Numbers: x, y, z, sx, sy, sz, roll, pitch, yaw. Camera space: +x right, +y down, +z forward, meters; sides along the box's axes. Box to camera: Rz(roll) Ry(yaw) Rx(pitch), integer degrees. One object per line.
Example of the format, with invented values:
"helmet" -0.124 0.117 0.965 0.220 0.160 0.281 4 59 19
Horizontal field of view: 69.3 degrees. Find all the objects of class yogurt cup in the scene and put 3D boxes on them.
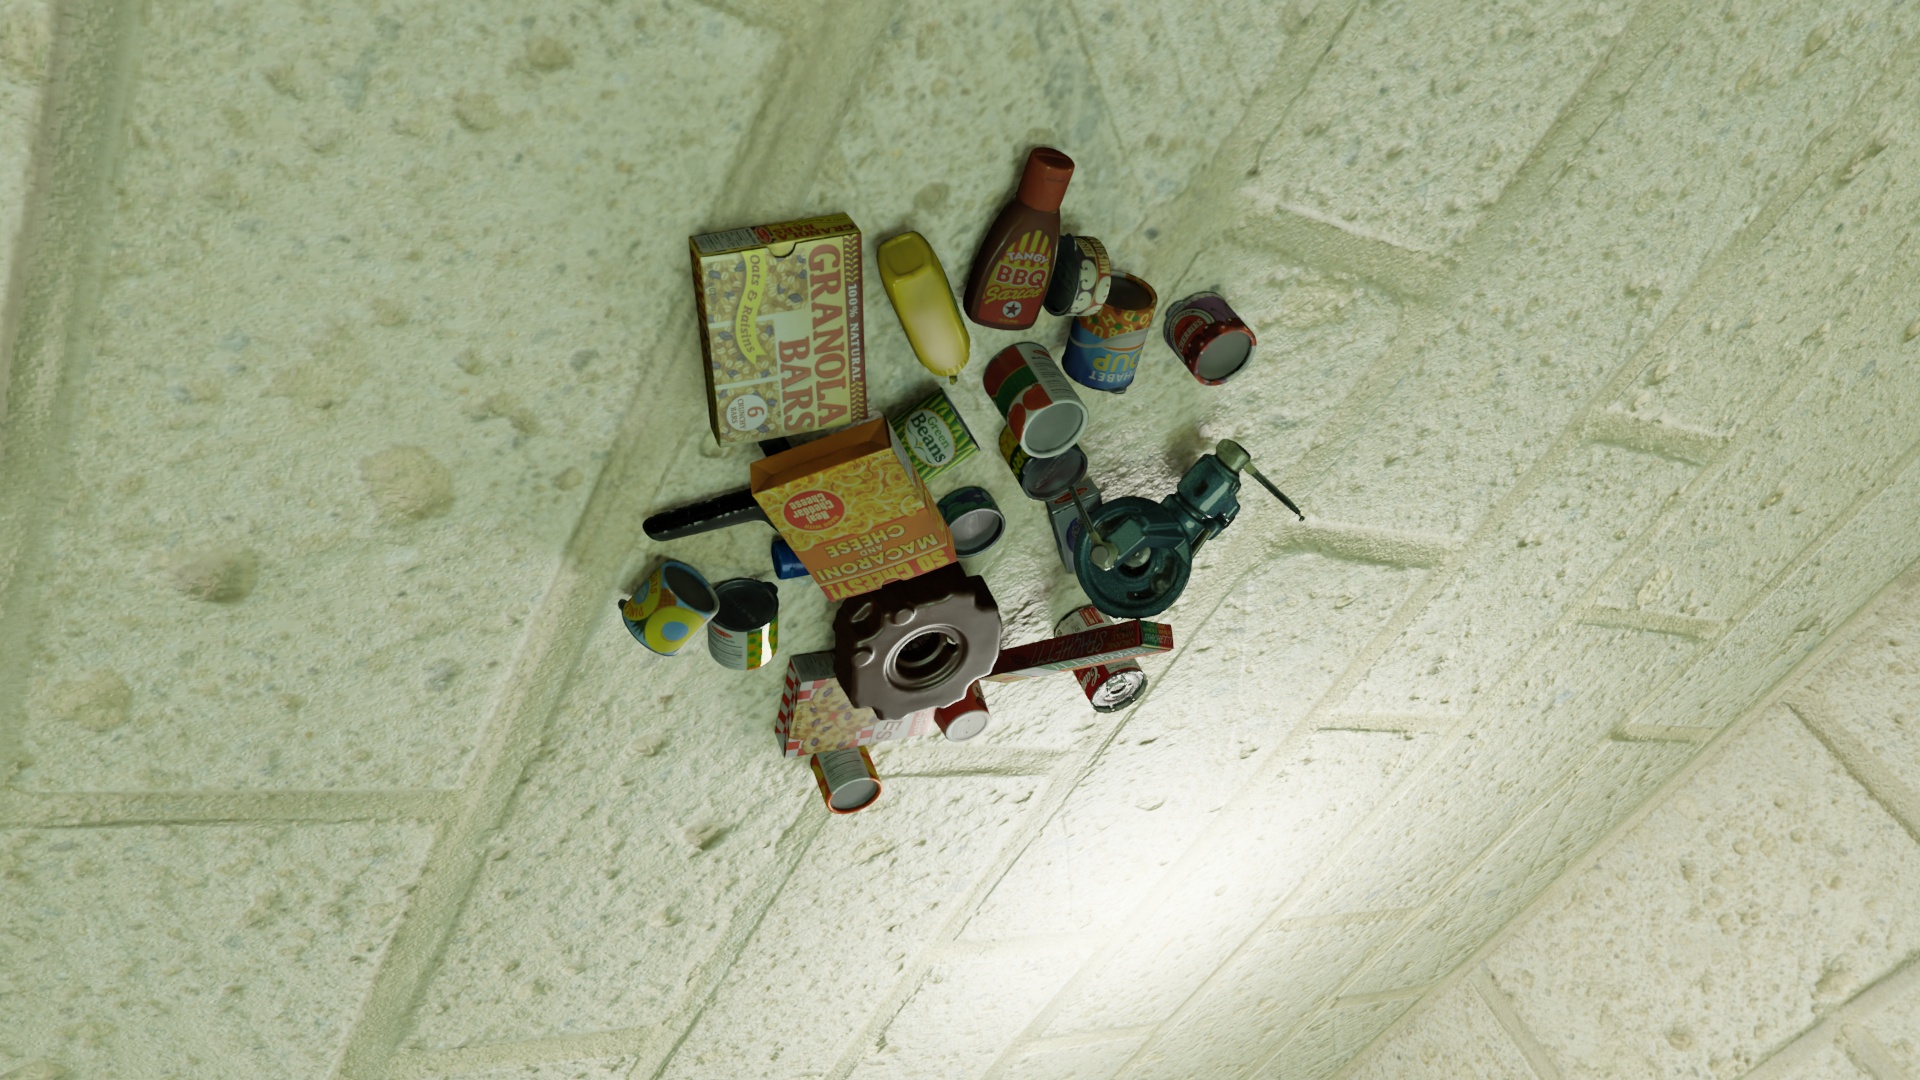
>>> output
"yogurt cup" -0.001 0.185 1.530 0.072 0.054 0.072 -16 138 -14

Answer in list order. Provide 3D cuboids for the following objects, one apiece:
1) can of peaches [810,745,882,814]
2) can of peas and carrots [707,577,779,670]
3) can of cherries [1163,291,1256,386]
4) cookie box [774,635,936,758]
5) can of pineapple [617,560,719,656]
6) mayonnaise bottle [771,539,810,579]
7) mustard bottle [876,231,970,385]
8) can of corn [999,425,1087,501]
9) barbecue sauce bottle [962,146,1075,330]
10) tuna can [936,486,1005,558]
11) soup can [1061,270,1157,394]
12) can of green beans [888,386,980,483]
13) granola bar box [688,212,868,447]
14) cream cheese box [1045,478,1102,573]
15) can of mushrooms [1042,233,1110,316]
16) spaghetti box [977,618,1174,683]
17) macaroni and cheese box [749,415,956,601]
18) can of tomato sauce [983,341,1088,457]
"can of peaches" -0.125 0.262 1.536 0.071 0.058 0.070 -16 139 -15
"can of peas and carrots" -0.200 0.077 1.289 0.071 0.071 0.058 -12 138 -19
"can of cherries" 0.225 -0.183 1.265 0.071 0.058 0.071 -17 140 -15
"cookie box" -0.102 0.165 1.459 0.168 0.040 0.122 -6 135 -25
"can of pineapple" -0.259 0.059 1.234 0.057 0.071 0.071 -45 138 18
"mayonnaise bottle" -0.100 0.006 1.291 0.148 0.041 0.064 -10 136 -20
"mustard bottle" -0.023 -0.178 1.124 0.049 0.065 0.159 -24 147 2
"can of corn" 0.074 -0.080 1.286 0.071 0.058 0.070 -16 139 -14
"barbecue sauce bottle" 0.051 -0.240 1.112 0.065 0.044 0.147 3 131 -21
"tuna can" 0.005 -0.017 1.333 0.071 0.033 0.070 -16 139 -15
"soup can" 0.130 -0.180 1.202 0.071 0.071 0.083 -8 136 -23
"can of green beans" -0.024 -0.091 1.211 0.058 0.071 0.071 -32 141 4
"granola bar box" -0.137 -0.160 1.070 0.124 0.039 0.164 -13 128 -18
"cream cheese box" 0.121 -0.014 1.412 0.053 0.024 0.103 -24 141 -5
"can of mushrooms" 0.094 -0.219 1.142 0.033 0.071 0.070 -4 135 -27
"spaghetti box" 0.112 0.117 1.440 0.050 0.029 0.249 11 161 -39
"macaroni and cheese box" -0.089 -0.021 1.187 0.123 0.040 0.165 -18 140 9
"can of tomato sauce" 0.065 -0.121 1.217 0.071 0.083 0.070 -16 139 -15
